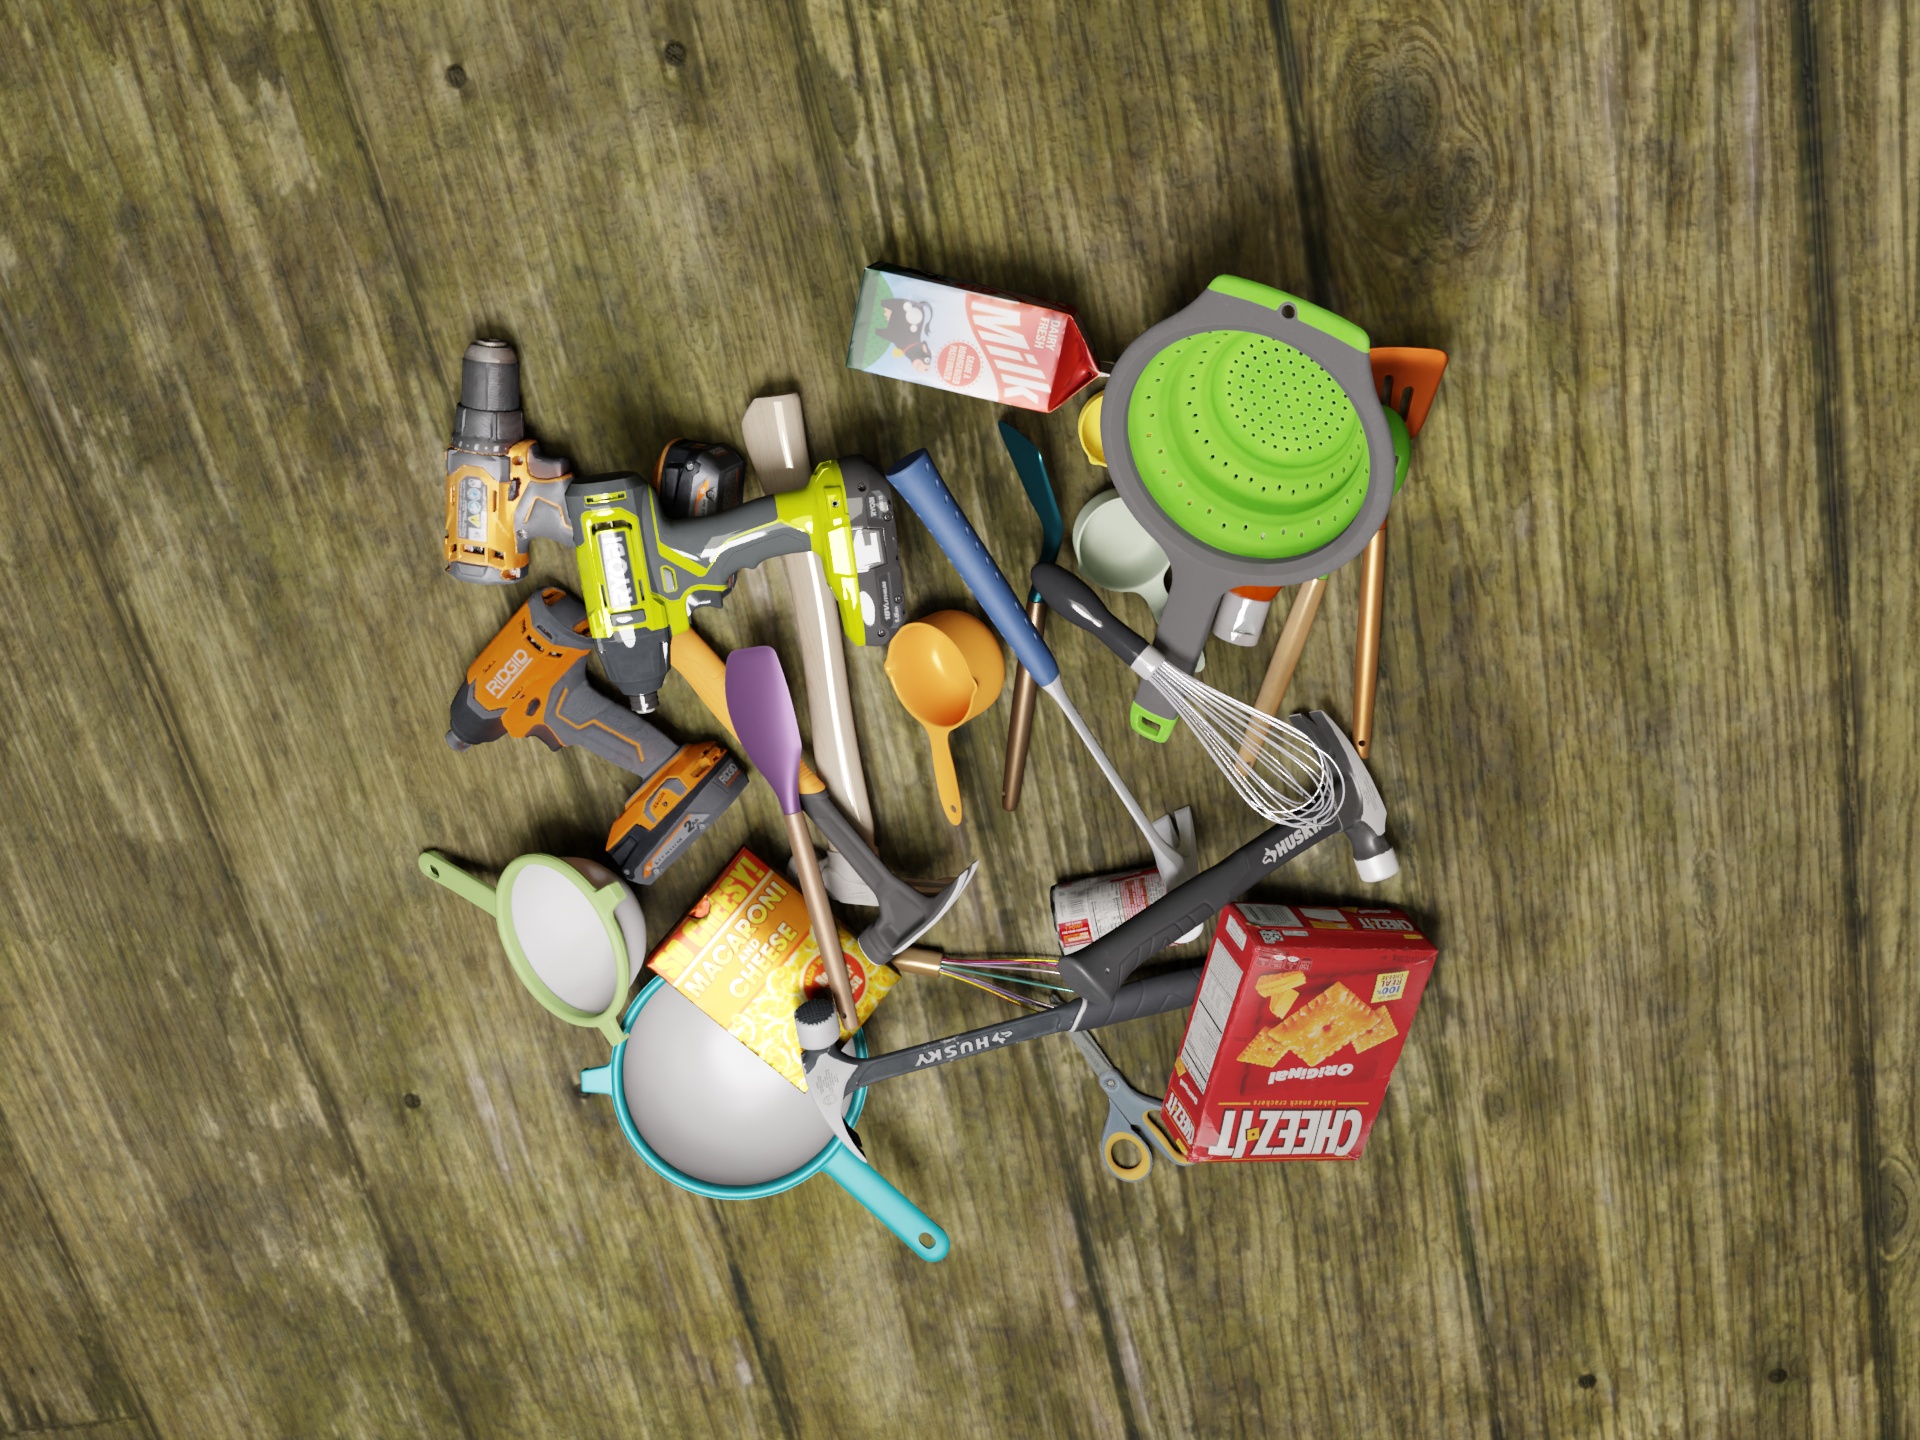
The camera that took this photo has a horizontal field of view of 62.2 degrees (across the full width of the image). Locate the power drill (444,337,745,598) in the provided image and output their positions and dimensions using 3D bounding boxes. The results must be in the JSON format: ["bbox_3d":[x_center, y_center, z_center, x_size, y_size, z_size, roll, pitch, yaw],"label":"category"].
[{"bbox_3d":[-0.283,-0.185,1.208,0.226,0.084,0.185,9,109,7],"label":"power drill"}]

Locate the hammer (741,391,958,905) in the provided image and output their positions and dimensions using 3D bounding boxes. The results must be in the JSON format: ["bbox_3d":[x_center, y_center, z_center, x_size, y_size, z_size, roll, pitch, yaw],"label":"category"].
[{"bbox_3d":[-0.099,-0.049,1.239,0.146,0.038,0.410,1,109,29],"label":"hammer"}]

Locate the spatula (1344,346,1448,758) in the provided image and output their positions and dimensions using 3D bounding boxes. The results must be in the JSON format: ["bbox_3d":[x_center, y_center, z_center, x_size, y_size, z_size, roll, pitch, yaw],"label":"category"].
[{"bbox_3d":[0.309,-0.119,1.190,0.081,0.041,0.322,1,111,8],"label":"spatula"}]

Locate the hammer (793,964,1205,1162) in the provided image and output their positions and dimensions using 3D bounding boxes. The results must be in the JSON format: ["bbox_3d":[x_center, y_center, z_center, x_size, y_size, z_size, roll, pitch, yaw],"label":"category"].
[{"bbox_3d":[0.076,0.247,1.284,0.409,0.036,0.149,-13,117,-9],"label":"hammer"}]

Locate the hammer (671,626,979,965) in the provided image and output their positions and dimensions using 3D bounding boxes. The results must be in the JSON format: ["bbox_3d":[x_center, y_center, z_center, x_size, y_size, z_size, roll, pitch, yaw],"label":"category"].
[{"bbox_3d":[-0.133,0.033,1.246,0.337,0.034,0.127,48,123,4],"label":"hammer"}]

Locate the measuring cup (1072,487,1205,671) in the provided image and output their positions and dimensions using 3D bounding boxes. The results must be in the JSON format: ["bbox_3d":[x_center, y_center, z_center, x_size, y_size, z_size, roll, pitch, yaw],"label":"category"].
[{"bbox_3d":[0.144,-0.106,1.218,0.083,0.038,0.167,-30,119,9],"label":"measuring cup"}]

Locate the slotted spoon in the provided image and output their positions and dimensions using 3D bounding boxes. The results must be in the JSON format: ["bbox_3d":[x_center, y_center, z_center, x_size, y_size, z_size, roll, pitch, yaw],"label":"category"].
[{"bbox_3d":[0.261,-0.086,1.189,0.070,0.031,0.313,7,122,-13],"label":"slotted spoon"}]

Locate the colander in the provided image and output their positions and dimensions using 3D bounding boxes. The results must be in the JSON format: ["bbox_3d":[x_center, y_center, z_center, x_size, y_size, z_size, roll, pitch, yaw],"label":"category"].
[{"bbox_3d":[0.193,-0.144,1.132,0.204,0.094,0.396,27,137,14],"label":"colander"}]

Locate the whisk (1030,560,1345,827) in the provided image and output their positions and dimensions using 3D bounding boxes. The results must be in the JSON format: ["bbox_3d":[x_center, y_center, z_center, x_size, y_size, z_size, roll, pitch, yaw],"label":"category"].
[{"bbox_3d":[0.161,-0.022,1.152,0.284,0.070,0.070,41,109,7],"label":"whisk"}]

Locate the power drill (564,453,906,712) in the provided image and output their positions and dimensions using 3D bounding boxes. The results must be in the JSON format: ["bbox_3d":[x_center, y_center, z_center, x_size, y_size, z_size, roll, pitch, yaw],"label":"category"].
[{"bbox_3d":[-0.158,-0.102,1.144,0.223,0.080,0.171,-9,108,-8],"label":"power drill"}]

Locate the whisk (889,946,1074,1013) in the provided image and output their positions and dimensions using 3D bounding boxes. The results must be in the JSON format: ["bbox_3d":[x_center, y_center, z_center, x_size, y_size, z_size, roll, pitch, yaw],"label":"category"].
[{"bbox_3d":[0.004,0.213,1.337,0.245,0.051,0.047,10,94,7],"label":"whisk"}]

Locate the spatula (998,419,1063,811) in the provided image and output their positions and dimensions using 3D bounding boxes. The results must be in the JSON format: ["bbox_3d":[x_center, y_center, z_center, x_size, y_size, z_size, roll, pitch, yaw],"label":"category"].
[{"bbox_3d":[0.046,-0.070,1.231,0.044,0.082,0.317,-4,117,-21],"label":"spatula"}]

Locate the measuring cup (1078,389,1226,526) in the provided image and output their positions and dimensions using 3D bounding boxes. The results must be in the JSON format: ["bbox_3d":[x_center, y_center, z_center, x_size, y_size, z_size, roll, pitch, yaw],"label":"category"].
[{"bbox_3d":[0.154,-0.192,1.192,0.156,0.029,0.062,33,109,-19],"label":"measuring cup"}]

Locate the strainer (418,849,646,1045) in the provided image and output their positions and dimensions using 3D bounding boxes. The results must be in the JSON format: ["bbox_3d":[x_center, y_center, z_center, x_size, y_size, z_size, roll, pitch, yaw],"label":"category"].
[{"bbox_3d":[-0.346,0.152,1.320,0.256,0.069,0.151,21,120,31],"label":"strainer"}]

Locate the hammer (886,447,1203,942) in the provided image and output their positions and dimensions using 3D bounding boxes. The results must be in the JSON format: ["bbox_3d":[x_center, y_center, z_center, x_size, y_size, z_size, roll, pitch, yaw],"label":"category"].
[{"bbox_3d":[0.071,-0.025,1.175,0.035,0.144,0.405,-28,110,19],"label":"hammer"}]

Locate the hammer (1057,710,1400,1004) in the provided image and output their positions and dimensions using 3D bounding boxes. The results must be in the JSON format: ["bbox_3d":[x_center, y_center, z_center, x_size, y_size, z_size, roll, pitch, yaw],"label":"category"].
[{"bbox_3d":[0.196,0.110,1.167,0.035,0.335,0.146,-13,101,55],"label":"hammer"}]

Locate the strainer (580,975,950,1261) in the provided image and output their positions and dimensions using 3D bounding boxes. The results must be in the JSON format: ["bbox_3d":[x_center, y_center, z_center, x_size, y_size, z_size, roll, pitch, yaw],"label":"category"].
[{"bbox_3d":[-0.140,0.332,1.357,0.340,0.095,0.211,44,86,-7],"label":"strainer"}]

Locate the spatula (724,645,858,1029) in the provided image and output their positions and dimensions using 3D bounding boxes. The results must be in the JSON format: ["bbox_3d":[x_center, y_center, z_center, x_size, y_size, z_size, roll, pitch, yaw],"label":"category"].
[{"bbox_3d":[-0.126,0.095,1.234,0.060,0.018,0.316,-8,104,28],"label":"spatula"}]

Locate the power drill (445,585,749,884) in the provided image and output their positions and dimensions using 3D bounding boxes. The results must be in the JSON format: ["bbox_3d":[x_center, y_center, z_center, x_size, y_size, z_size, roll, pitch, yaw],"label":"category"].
[{"bbox_3d":[-0.302,0.023,1.285,0.226,0.084,0.164,44,110,-7],"label":"power drill"}]

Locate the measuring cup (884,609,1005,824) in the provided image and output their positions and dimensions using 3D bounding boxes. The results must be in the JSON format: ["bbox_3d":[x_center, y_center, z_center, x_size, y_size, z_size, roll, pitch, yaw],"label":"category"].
[{"bbox_3d":[-0.002,-0.004,1.246,0.095,0.052,0.173,13,122,40],"label":"measuring cup"}]
